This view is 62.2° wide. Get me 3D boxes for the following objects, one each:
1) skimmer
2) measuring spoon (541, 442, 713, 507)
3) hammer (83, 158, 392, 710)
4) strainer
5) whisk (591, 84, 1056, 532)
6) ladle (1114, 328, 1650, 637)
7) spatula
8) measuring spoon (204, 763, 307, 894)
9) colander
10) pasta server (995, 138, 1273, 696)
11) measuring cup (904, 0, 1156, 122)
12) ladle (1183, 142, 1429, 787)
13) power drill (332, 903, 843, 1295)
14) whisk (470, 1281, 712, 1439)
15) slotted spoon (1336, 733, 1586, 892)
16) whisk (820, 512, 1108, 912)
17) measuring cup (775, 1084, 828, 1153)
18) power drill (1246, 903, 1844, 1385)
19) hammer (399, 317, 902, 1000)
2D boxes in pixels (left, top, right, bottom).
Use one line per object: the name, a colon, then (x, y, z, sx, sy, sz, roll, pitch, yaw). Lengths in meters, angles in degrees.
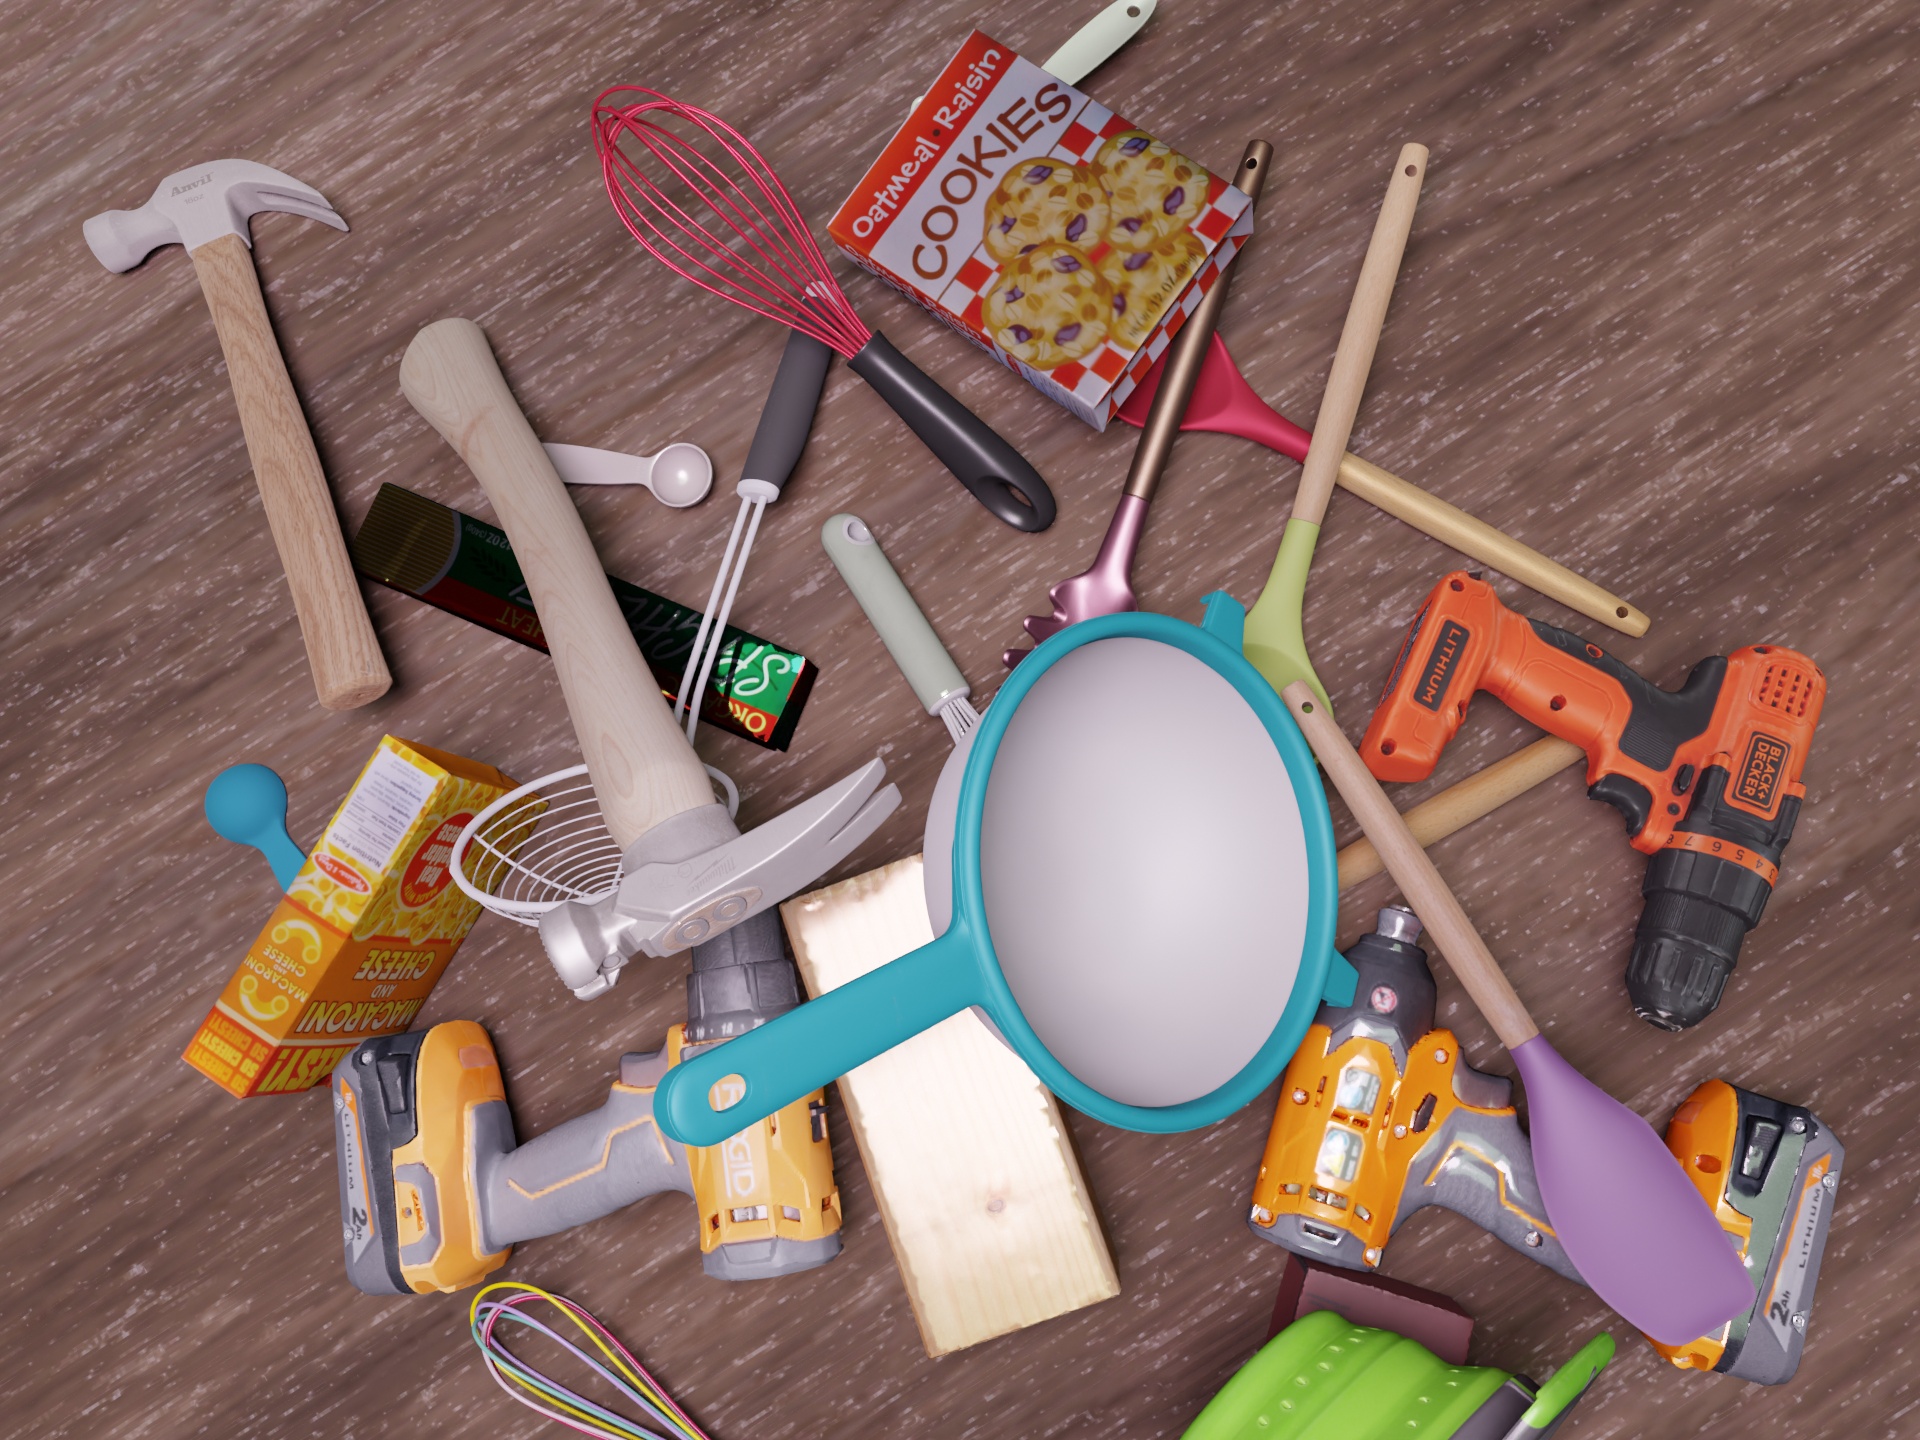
skimmer: (-0.128, -0.070, 0.752, 0.127, 0.090, 0.363, 6, 69, 27)
measuring spoon: (-0.186, -0.131, 0.837, 0.124, 0.018, 0.034, 8, 82, 13)
hammer: (-0.354, -0.156, 0.825, 0.130, 0.031, 0.331, -24, 72, 0)
strainer: (0.011, 0.084, 0.641, 0.340, 0.095, 0.211, -21, 96, -37)
whisk: (-0.062, -0.196, 0.777, 0.295, 0.073, 0.073, 42, 87, -12)
ladle: (0.198, -0.123, 0.792, 0.315, 0.031, 0.069, 30, 91, 7)
spatula: (0.226, 0.117, 0.685, 0.060, 0.018, 0.316, -31, 75, 5)
measuring spoon: (-0.346, 0.075, 0.814, 0.042, 0.021, 0.129, -38, 79, -1)
colander: (0.100, 0.371, 0.645, 0.095, 0.204, 0.397, 40, 106, 31)
pasta server: (0.093, -0.135, 0.771, 0.060, 0.040, 0.316, 19, 89, 16)
measuring cup: (0.039, -0.317, 0.831, 0.167, 0.038, 0.083, -42, 80, -4)
ladle: (0.174, -0.121, 0.756, 0.078, 0.062, 0.320, 16, 92, 2)
power drill: (-0.172, 0.169, 0.739, 0.226, 0.084, 0.185, -10, 80, 13)
whisk: (-0.128, 0.338, 0.745, 0.245, 0.051, 0.047, 30, 80, 6)
slotted spoon: (0.193, 0.064, 0.764, 0.314, 0.031, 0.070, -28, 77, -1)
whisk: (-0.001, -0.003, 0.785, 0.058, 0.059, 0.246, -20, 71, -42)
measuring cup: (-0.136, 0.197, 0.780, 0.156, 0.029, 0.062, -20, 78, 14)
power drill: (0.259, 0.186, 0.714, 0.226, 0.084, 0.164, 15, 82, 11)
hammer: (-0.172, -0.069, 0.726, 0.146, 0.038, 0.411, -29, 53, -5)
